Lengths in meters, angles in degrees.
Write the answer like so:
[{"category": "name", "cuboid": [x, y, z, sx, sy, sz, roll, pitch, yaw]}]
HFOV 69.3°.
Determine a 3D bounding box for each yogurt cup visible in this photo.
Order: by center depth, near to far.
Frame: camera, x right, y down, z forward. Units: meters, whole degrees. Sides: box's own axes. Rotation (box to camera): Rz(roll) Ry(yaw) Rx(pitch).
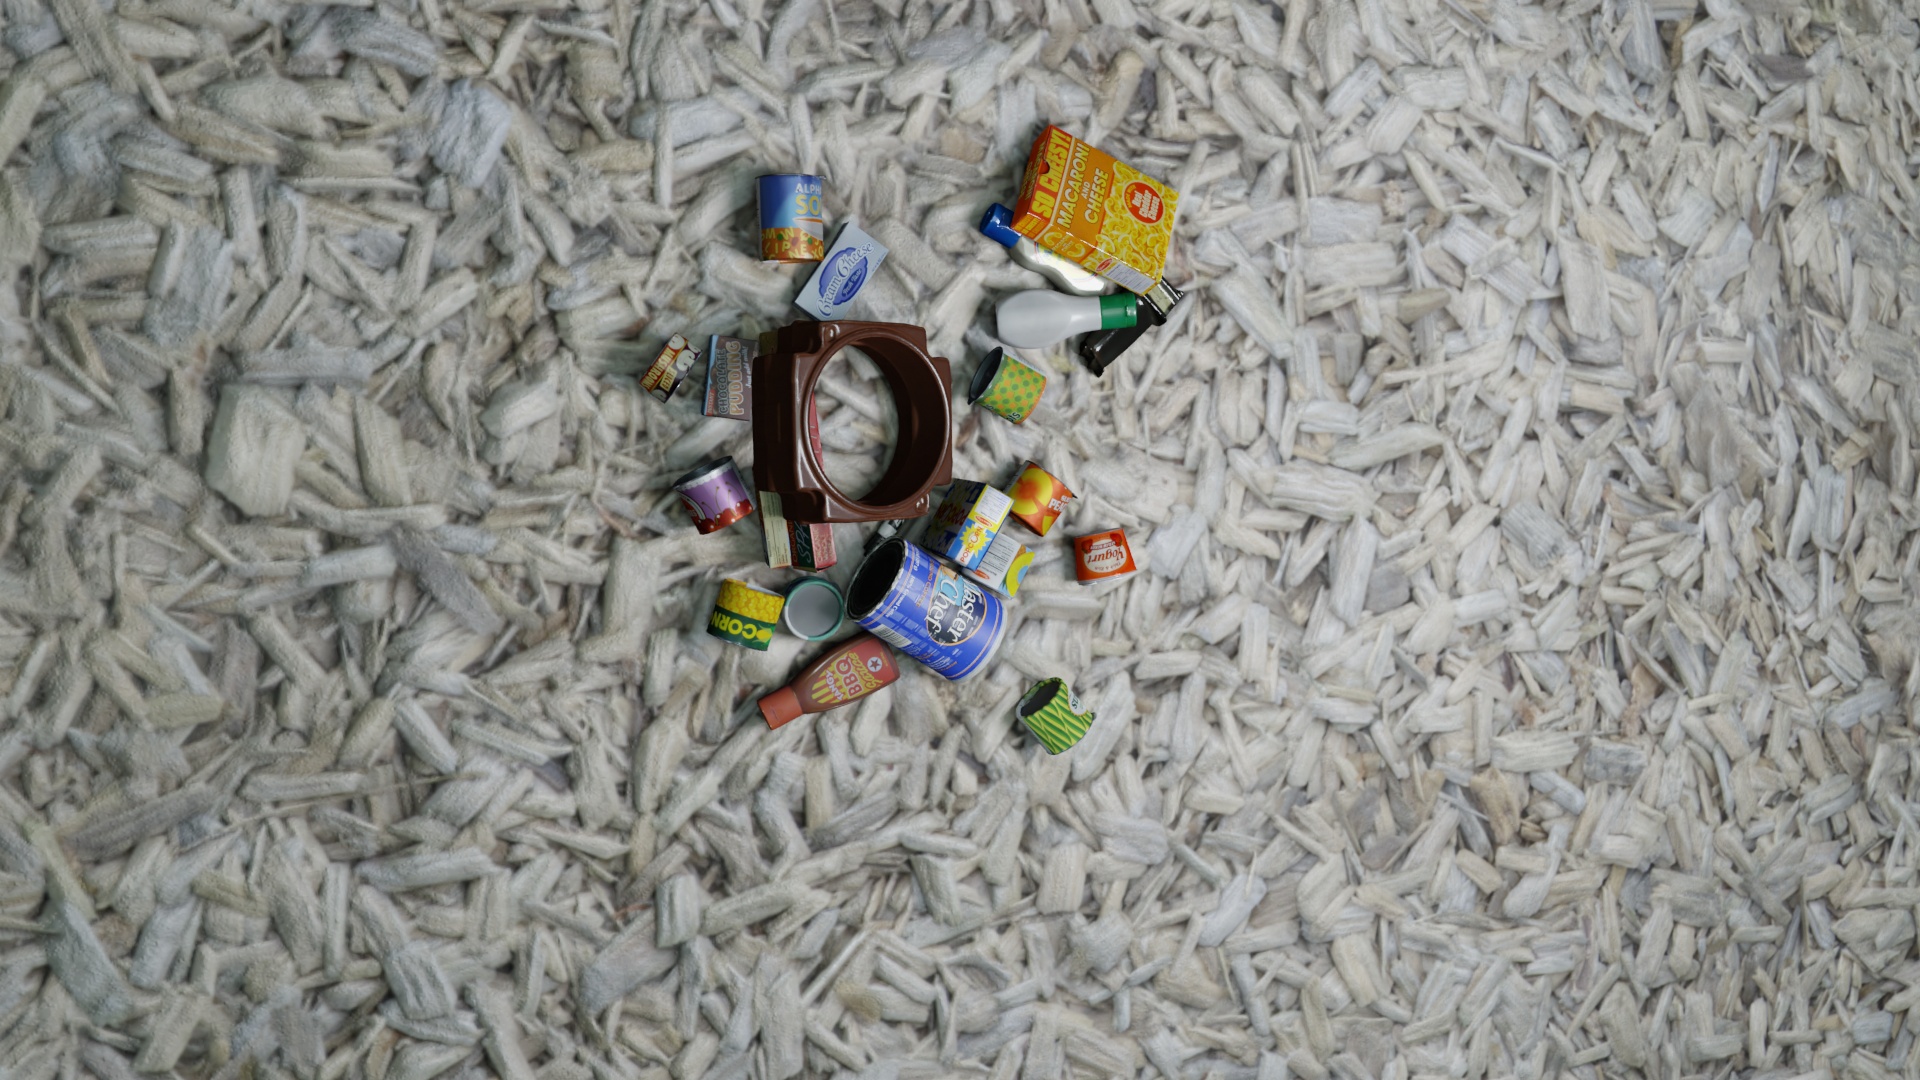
[{"category": "yogurt cup", "cuboid": [0.158, 0.017, 1.536, 0.072, 0.072, 0.054, -13, 92, -15]}]

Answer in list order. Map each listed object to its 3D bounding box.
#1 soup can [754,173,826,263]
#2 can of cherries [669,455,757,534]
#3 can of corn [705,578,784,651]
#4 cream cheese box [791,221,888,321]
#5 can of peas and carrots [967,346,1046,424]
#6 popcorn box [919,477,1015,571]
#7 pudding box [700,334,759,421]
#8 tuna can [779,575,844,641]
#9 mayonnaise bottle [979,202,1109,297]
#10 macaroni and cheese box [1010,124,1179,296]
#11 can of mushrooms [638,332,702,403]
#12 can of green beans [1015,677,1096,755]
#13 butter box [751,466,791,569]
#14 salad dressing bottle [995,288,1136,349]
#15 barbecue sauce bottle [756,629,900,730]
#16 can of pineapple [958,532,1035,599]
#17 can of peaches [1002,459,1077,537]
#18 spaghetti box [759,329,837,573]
[{"category": "soup can", "cuboid": [-0.169, -0.322, 1.394, 0.071, 0.071, 0.083, -4, 98, -17]}, {"category": "can of cherries", "cuboid": [-0.249, -0.044, 1.401, 0.071, 0.071, 0.058, -29, 105, -12]}, {"category": "can of corn", "cuboid": [-0.220, 0.076, 1.421, 0.071, 0.071, 0.058, 19, 90, -18]}, {"category": "cream cheese box", "cuboid": [-0.125, -0.272, 1.436, 0.053, 0.024, 0.104, 34, 85, -16]}, {"category": "can of peas and carrots", "cuboid": [0.049, -0.163, 1.480, 0.059, 0.071, 0.071, 27, 88, -19]}, {"category": "popcorn box", "cuboid": [0.005, -0.018, 1.451, 0.038, 0.127, 0.085, 29, 87, -15]}, {"category": "pudding box", "cuboid": [-0.234, -0.165, 1.411, 0.050, 0.030, 0.083, 7, 94, -17]}, {"category": "tuna can", "cuboid": [-0.154, 0.070, 1.460, 0.071, 0.033, 0.071, -2, 97, -17]}, {"category": "mayonnaise bottle", "cuboid": [0.092, -0.312, 1.490, 0.148, 0.041, 0.065, 25, 84, -19]}, {"category": "macaroni and cheese box", "cuboid": [0.146, -0.352, 1.479, 0.166, 0.040, 0.124, 23, 63, -18]}, {"category": "can of mushrooms", "cuboid": [-0.287, -0.170, 1.373, 0.033, 0.071, 0.071, 36, 85, -16]}, {"category": "can of green beans", "cuboid": [0.104, 0.193, 1.536, 0.071, 0.071, 0.057, -42, 106, -9]}, {"category": "butter box", "cuboid": [-0.194, -0.025, 1.427, 0.024, 0.053, 0.103, -9, 98, -13]}, {"category": "salad dressing bottle", "cuboid": [0.112, -0.239, 1.480, 0.148, 0.044, 0.064, -5, 101, 2]}, {"category": "barbecue sauce bottle", "cuboid": [-0.141, 0.151, 1.468, 0.149, 0.044, 0.064, -27, 104, -12]}, {"category": "can of pineapple", "cuboid": [0.040, 0.024, 1.499, 0.071, 0.071, 0.058, 28, 88, -18]}, {"category": "can of peaches", "cuboid": [0.082, -0.044, 1.502, 0.071, 0.071, 0.058, 38, 85, -17]}, {"category": "spaghetti box", "cuboid": [-0.167, -0.092, 1.427, 0.029, 0.050, 0.249, -14, 101, -37]}]
